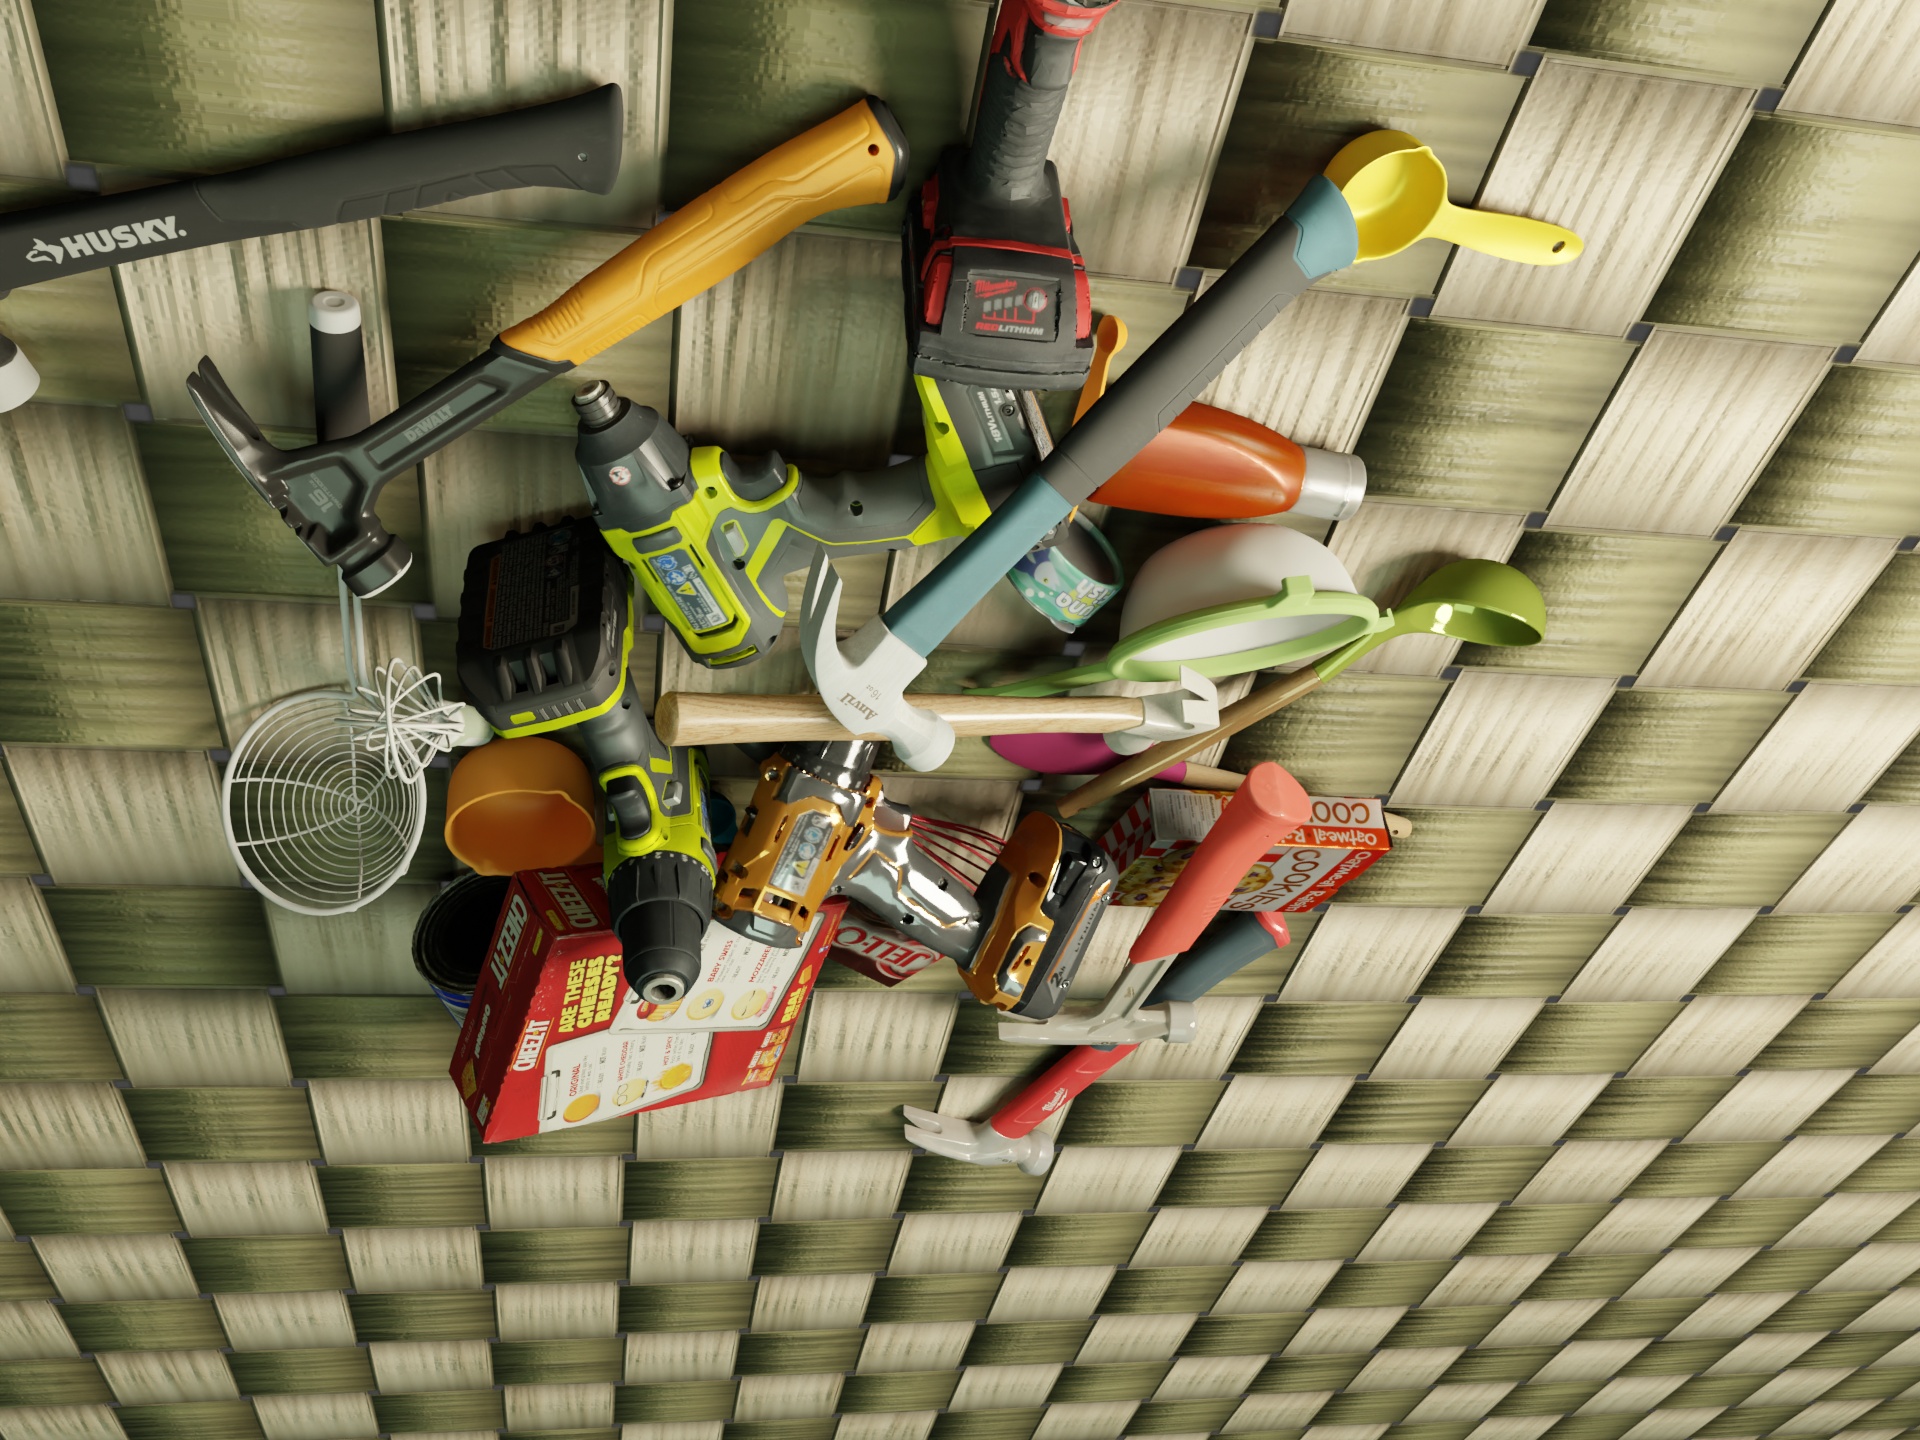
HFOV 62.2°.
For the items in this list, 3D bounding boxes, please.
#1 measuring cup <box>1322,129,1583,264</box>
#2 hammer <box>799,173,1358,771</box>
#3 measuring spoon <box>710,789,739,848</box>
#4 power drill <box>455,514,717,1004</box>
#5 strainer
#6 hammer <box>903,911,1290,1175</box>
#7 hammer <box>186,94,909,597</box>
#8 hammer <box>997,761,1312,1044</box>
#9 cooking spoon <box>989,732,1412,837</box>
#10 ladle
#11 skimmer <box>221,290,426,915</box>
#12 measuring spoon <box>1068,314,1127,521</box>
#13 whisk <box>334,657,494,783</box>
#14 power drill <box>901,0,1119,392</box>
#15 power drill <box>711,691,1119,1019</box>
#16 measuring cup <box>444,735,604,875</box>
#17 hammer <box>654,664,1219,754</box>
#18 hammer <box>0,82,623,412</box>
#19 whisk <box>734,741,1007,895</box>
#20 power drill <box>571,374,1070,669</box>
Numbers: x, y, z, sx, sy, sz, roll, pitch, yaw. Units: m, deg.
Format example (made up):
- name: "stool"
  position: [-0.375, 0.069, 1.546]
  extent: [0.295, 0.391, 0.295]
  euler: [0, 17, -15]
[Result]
- name: "measuring cup"
  position: [0.236, -0.243, 0.760]
  extent: [0.156, 0.029, 0.062]
  euler: [2, 137, -29]
- name: "hammer"
  position: [0.055, -0.117, 0.740]
  extent: [0.331, 0.033, 0.128]
  euler: [-44, 132, 11]
- name: "measuring spoon"
  position: [-0.143, 0.075, 1.048]
  extent: [0.042, 0.021, 0.128]
  euler: [-37, 140, 13]
- name: "power drill"
  position: [-0.188, 0.024, 0.857]
  extent: [0.080, 0.191, 0.228]
  euler: [-14, 133, 1]
- name: "strainer"
  position: [0.107, -0.060, 0.910]
  extent: [0.256, 0.069, 0.151]
  euler: [-13, 169, 31]
- name: "hammer"
  position: [0.110, 0.249, 1.256]
  extent: [0.143, 0.038, 0.386]
  euler: [22, 130, -27]
- name: "hammer"
  position: [-0.176, -0.185, 0.713]
  extent: [0.337, 0.034, 0.127]
  euler: [-29, 121, 9]
- name: "hammer"
  position: [0.132, 0.134, 1.042]
  extent: [0.149, 0.037, 0.358]
  euler: [4, 147, -11]
- name: "cooking spoon"
  position: [0.168, 0.040, 1.052]
  extent: [0.318, 0.017, 0.068]
  euler: [14, 133, -21]
- name: "ladle"
  position: [0.199, -0.006, 0.969]
  extent: [0.320, 0.062, 0.078]
  euler: [-29, 152, 20]
- name: "skimmer"
  position: [-0.337, -0.046, 0.827]
  extent: [0.127, 0.090, 0.363]
  euler: [26, 133, 10]
- name: "measuring spoon"
  position: [0.068, -0.152, 0.816]
  extent: [0.011, 0.021, 0.116]
  euler: [-7, 128, -26]
- name: "whisk"
  position: [-0.272, 0.002, 0.827]
  extent: [0.058, 0.059, 0.246]
  euler: [-6, 180, -8]
- name: "power drill"
  position: [0.030, -0.247, 0.632]
  extent: [0.078, 0.143, 0.219]
  euler: [3, 139, -9]
- name: "power drill"
  position: [-0.019, 0.070, 0.962]
  extent: [0.226, 0.084, 0.185]
  euler: [23, 93, -22]
- name: "measuring cup"
  position: [-0.236, 0.062, 0.992]
  extent: [0.173, 0.052, 0.095]
  euler: [21, 131, -38]
- name: "hammer"
  position: [-0.001, -0.003, 0.872]
  extent: [0.331, 0.031, 0.130]
  euler: [-1, 170, -28]
- name: "hammer"
  position: [-0.305, -0.226, 0.679]
  extent: [0.335, 0.035, 0.146]
  euler: [-10, 138, 2]
- name: "whisk"
  position: [-0.040, 0.069, 1.024]
  extent: [0.073, 0.073, 0.295]
  euler: [-35, 126, 26]
- name: "power drill"
  position: [-0.071, -0.124, 0.797]
  extent: [0.223, 0.080, 0.171]
  euler: [-16, 133, 12]
